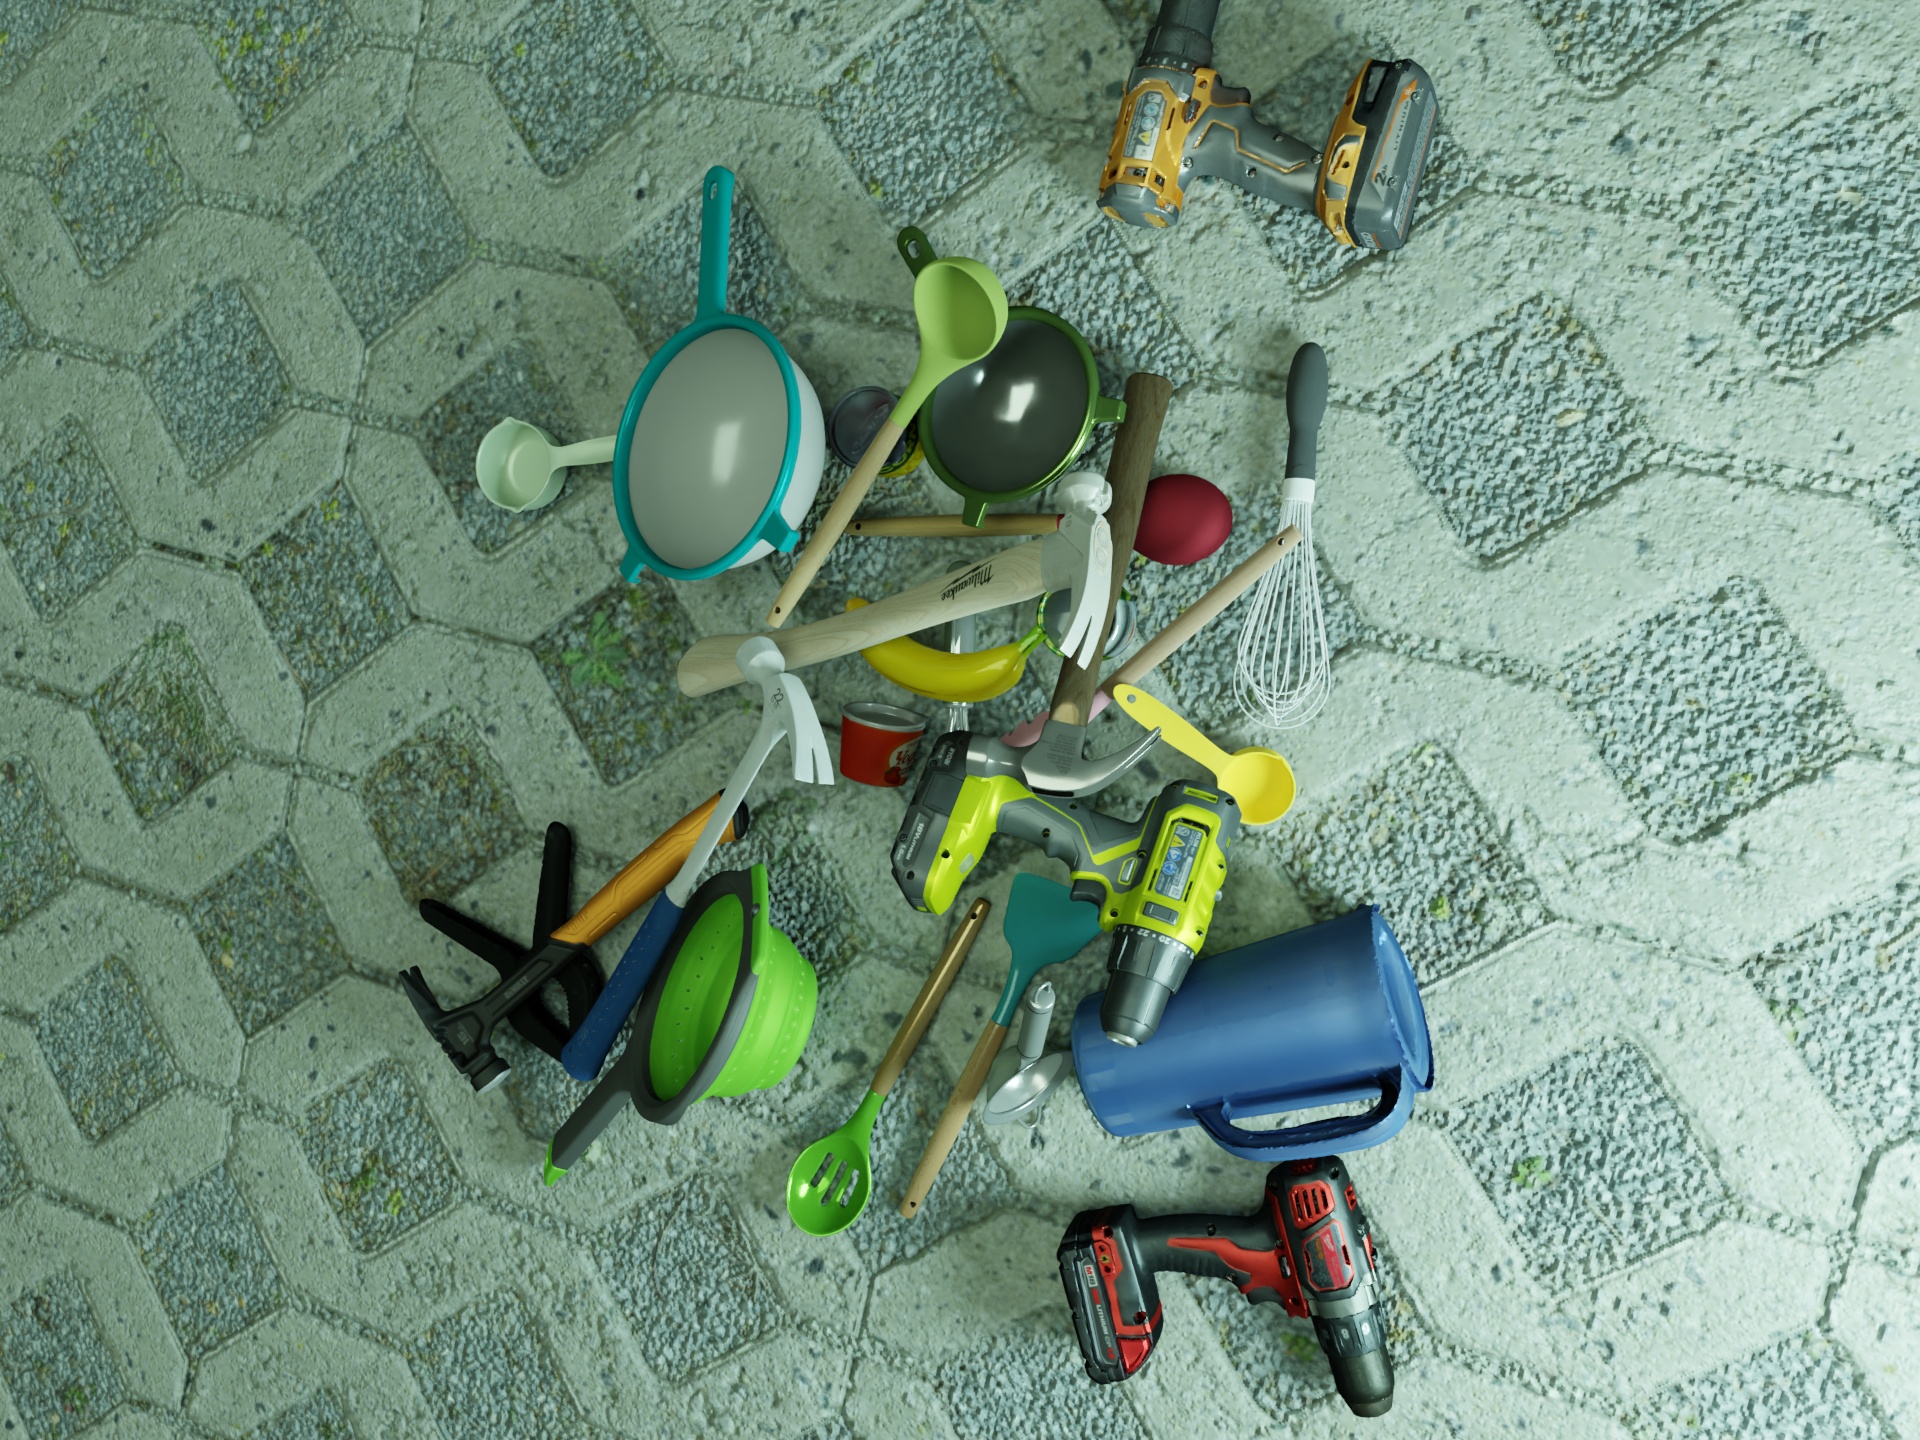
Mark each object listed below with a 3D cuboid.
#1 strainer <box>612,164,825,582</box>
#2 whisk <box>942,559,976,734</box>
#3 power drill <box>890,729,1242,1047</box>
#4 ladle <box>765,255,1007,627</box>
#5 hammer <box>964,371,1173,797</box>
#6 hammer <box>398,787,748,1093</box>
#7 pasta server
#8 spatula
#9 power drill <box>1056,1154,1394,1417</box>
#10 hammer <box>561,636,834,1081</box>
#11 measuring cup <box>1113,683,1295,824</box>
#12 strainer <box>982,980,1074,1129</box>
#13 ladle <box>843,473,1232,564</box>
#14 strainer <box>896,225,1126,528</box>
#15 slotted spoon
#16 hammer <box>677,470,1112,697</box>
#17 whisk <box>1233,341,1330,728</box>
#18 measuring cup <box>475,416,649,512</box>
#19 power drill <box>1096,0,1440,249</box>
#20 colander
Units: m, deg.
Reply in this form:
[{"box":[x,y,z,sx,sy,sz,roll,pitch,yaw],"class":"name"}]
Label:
[{"box":[-0.176,-0.272,1.283,0.211,0.095,0.340,-6,78,38],"class":"strainer"},{"box":[-0.002,-0.004,1.255,0.057,0.059,0.246,2,88,-19],"class":"whisk"},{"box":[0.071,0.114,1.149,0.228,0.080,0.191,18,73,14],"class":"power drill"},{"box":[-0.067,-0.204,1.203,0.078,0.062,0.320,37,105,13],"class":"ladle"},{"box":[0.106,-0.102,1.159,0.130,0.031,0.331,12,75,10],"class":"hammer"},{"box":[-0.318,0.166,1.346,0.337,0.034,0.127,-39,85,6],"class":"hammer"},{"box":[0.132,-0.039,1.189,0.316,0.040,0.060,-42,79,23],"class":"pasta server"},{"box":[0.019,0.264,1.255,0.082,0.044,0.317,23,101,-5],"class":"spatula"},{"box":[0.202,0.433,1.183,0.226,0.080,0.188,-16,87,16],"class":"power drill"},{"box":[-0.219,0.135,1.257,0.405,0.035,0.144,-58,44,23],"class":"hammer"},{"box":[0.180,0.018,1.183,0.156,0.029,0.062,36,108,1],"class":"measuring cup"},{"box":[0.050,0.239,1.163,0.087,0.258,0.050,-29,65,-18],"class":"strainer"},{"box":[0.053,-0.154,1.242,0.315,0.031,0.069,1,92,21],"class":"ladle"},{"box":[0.024,-0.278,1.233,0.151,0.069,0.257,-36,68,20],"class":"strainer"},{"box":[-0.053,0.280,1.291,0.070,0.031,0.313,31,99,16],"class":"slotted spoon"},{"box":[-0.066,-0.067,1.211,0.410,0.038,0.146,-14,56,35],"class":"hammer"},{"box":[0.245,-0.135,1.162,0.070,0.070,0.284,5,89,19],"class":"whisk"},{"box":[-0.336,-0.224,1.368,0.167,0.038,0.083,-6,90,17],"class":"measuring cup"},{"box":[0.223,-0.441,1.148,0.226,0.084,0.185,16,95,22],"class":"power drill"},{"box":[-0.225,0.283,1.315,0.094,0.205,0.397,24,125,-26],"class":"colander"}]
